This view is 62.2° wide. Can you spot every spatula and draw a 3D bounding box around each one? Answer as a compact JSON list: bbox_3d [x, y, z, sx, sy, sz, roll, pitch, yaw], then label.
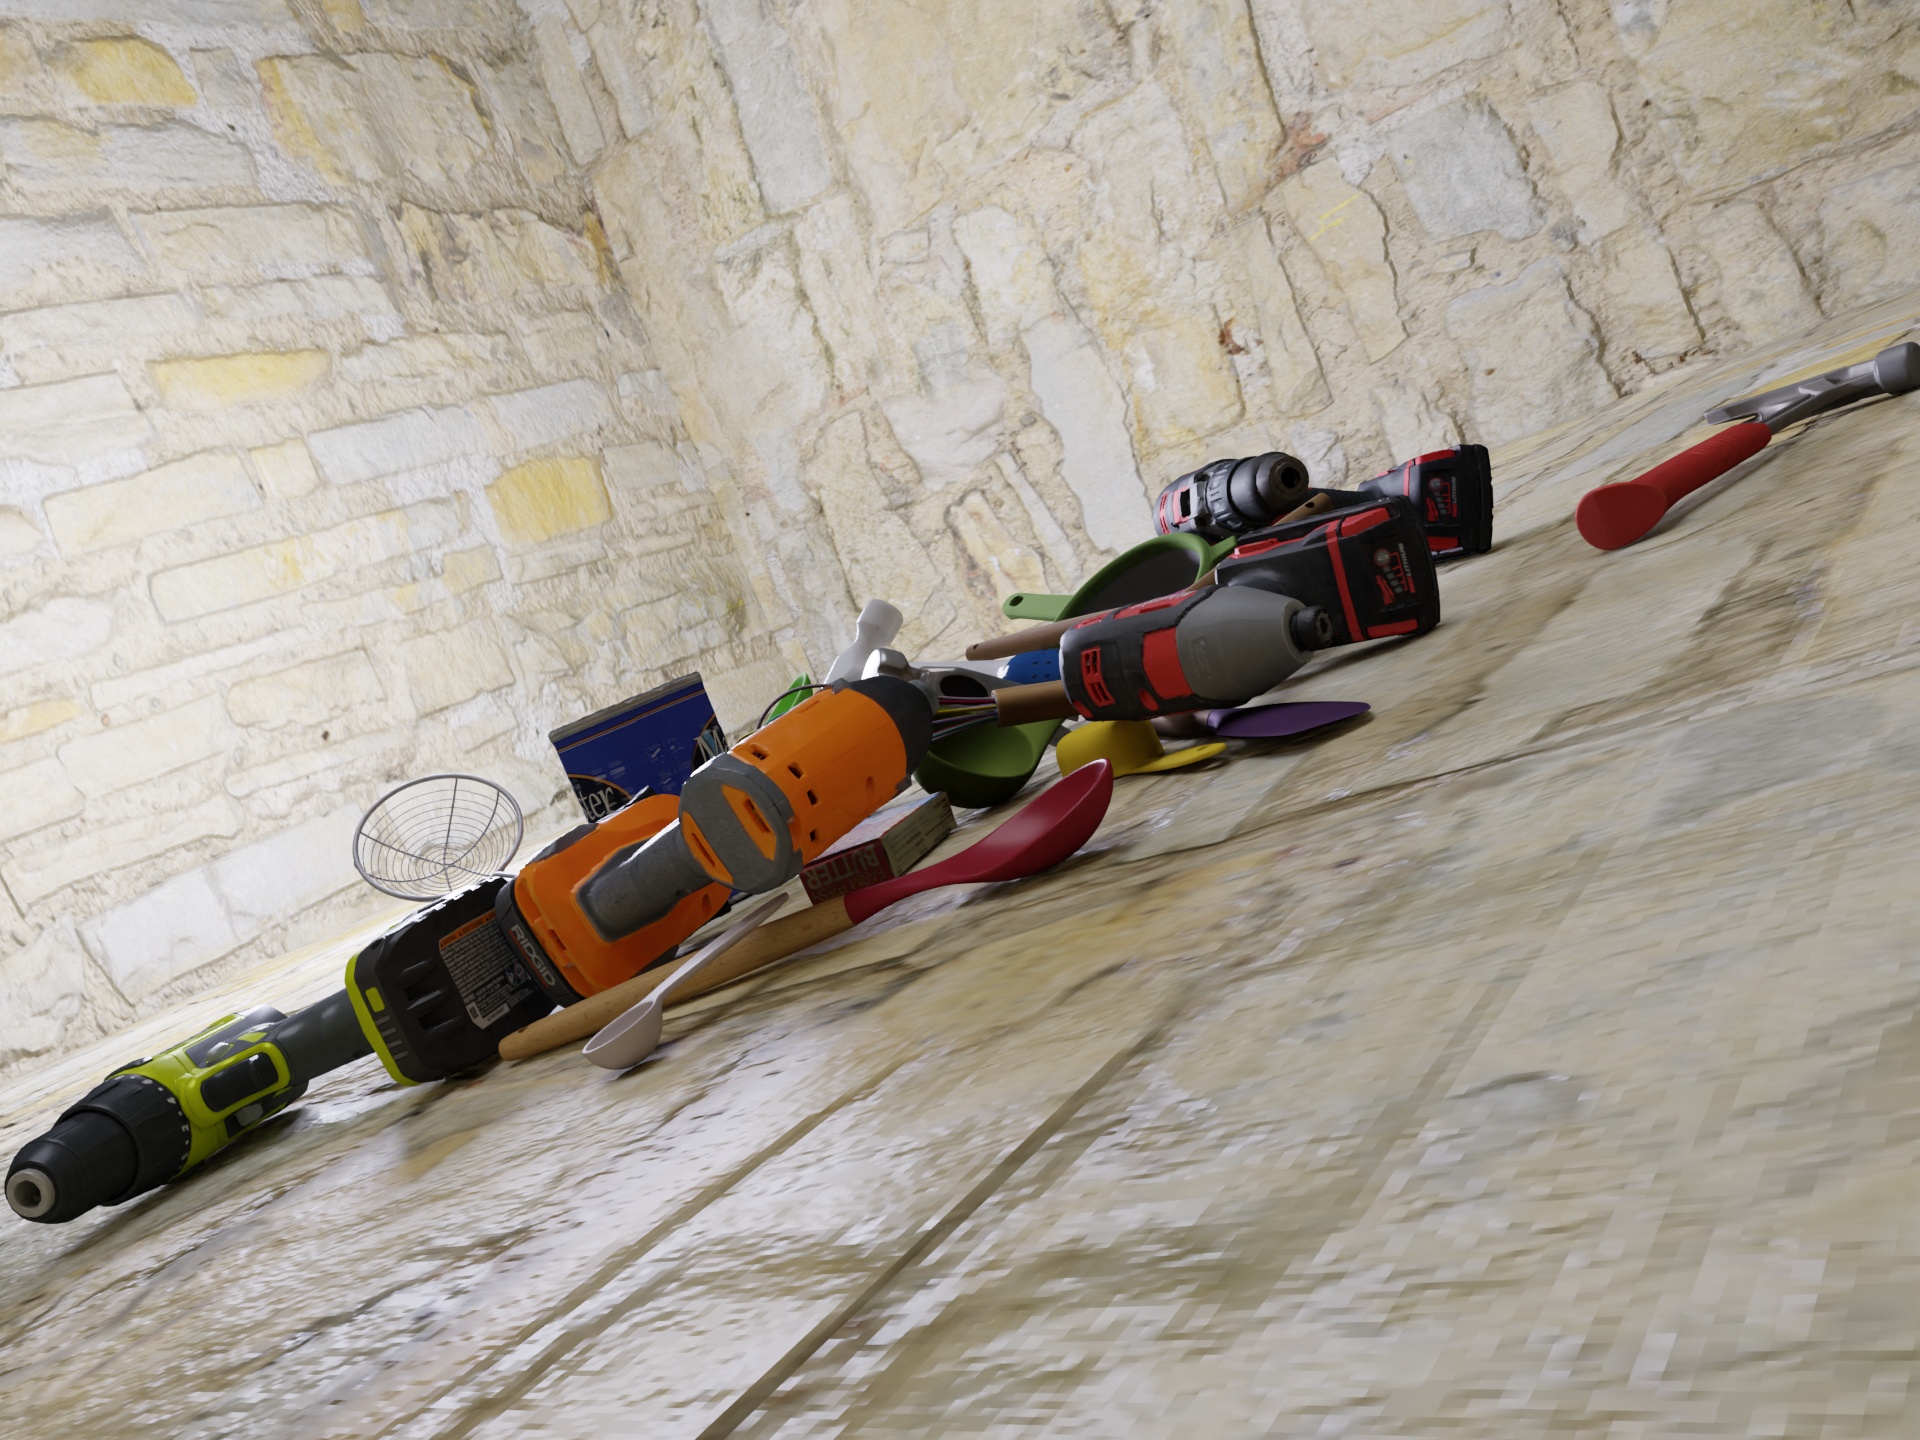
[{"bbox_3d":[0.131,0.000,0.848,0.059,0.018,0.316,-16,4,-13],"label":"spatula"}]

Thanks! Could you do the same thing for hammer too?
[{"bbox_3d":[0.028,-0.028,1.113,0.406,0.035,0.144,1,57,51],"label":"hammer"},{"bbox_3d":[0.484,-0.172,1.022,0.359,0.036,0.149,-26,5,-38],"label":"hammer"},{"bbox_3d":[-0.064,0.033,1.137,0.143,0.038,0.386,15,-20,-21],"label":"hammer"}]

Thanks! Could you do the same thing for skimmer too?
[{"bbox_3d":[-0.330,0.086,1.114,0.127,0.090,0.363,-31,14,-30],"label":"skimmer"}]

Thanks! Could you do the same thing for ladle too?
[{"bbox_3d":[-0.072,0.092,0.701,0.315,0.031,0.069,-24,10,14],"label":"ladle"},{"bbox_3d":[0.103,-0.053,0.953,0.320,0.062,0.078,-37,49,-13],"label":"ladle"}]

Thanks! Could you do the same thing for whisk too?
[{"bbox_3d":[-0.001,-0.003,0.877,0.245,0.047,0.051,-9,46,-10],"label":"whisk"}]

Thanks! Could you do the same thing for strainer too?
[{"bbox_3d":[0.111,-0.065,1.189,0.151,0.069,0.256,-51,24,-12],"label":"strainer"}]

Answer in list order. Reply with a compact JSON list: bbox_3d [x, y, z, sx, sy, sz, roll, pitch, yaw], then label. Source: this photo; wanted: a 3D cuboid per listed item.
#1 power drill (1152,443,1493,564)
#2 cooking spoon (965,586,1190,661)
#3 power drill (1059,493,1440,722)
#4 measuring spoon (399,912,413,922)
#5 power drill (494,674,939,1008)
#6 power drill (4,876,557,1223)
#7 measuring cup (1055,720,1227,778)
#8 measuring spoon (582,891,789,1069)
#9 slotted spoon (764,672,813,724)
[{"bbox_3d":[0.271,-0.159,1.153,0.226,0.080,0.188,-1,-1,-14],"label":"power drill"},{"bbox_3d":[0.107,-0.069,1.094,0.319,0.017,0.069,-11,42,50],"label":"cooking spoon"},{"bbox_3d":[0.166,-0.057,0.849,0.143,0.078,0.219,-11,9,41],"label":"power drill"},{"bbox_3d":[-0.284,0.127,0.928,0.129,0.021,0.042,2,27,31],"label":"measuring spoon"},{"bbox_3d":[-0.112,0.051,0.786,0.226,0.084,0.164,-31,4,39],"label":"power drill"},{"bbox_3d":[-0.335,0.169,0.795,0.228,0.080,0.190,-25,3,10],"label":"power drill"},{"bbox_3d":[0.094,0.010,0.816,0.062,0.029,0.156,-24,3,-18],"label":"measuring cup"},{"bbox_3d":[-0.106,0.107,0.656,0.034,0.018,0.124,-27,8,41],"label":"measuring spoon"},{"bbox_3d":[-0.196,0.067,1.141,0.314,0.031,0.070,-48,7,-39],"label":"slotted spoon"}]
